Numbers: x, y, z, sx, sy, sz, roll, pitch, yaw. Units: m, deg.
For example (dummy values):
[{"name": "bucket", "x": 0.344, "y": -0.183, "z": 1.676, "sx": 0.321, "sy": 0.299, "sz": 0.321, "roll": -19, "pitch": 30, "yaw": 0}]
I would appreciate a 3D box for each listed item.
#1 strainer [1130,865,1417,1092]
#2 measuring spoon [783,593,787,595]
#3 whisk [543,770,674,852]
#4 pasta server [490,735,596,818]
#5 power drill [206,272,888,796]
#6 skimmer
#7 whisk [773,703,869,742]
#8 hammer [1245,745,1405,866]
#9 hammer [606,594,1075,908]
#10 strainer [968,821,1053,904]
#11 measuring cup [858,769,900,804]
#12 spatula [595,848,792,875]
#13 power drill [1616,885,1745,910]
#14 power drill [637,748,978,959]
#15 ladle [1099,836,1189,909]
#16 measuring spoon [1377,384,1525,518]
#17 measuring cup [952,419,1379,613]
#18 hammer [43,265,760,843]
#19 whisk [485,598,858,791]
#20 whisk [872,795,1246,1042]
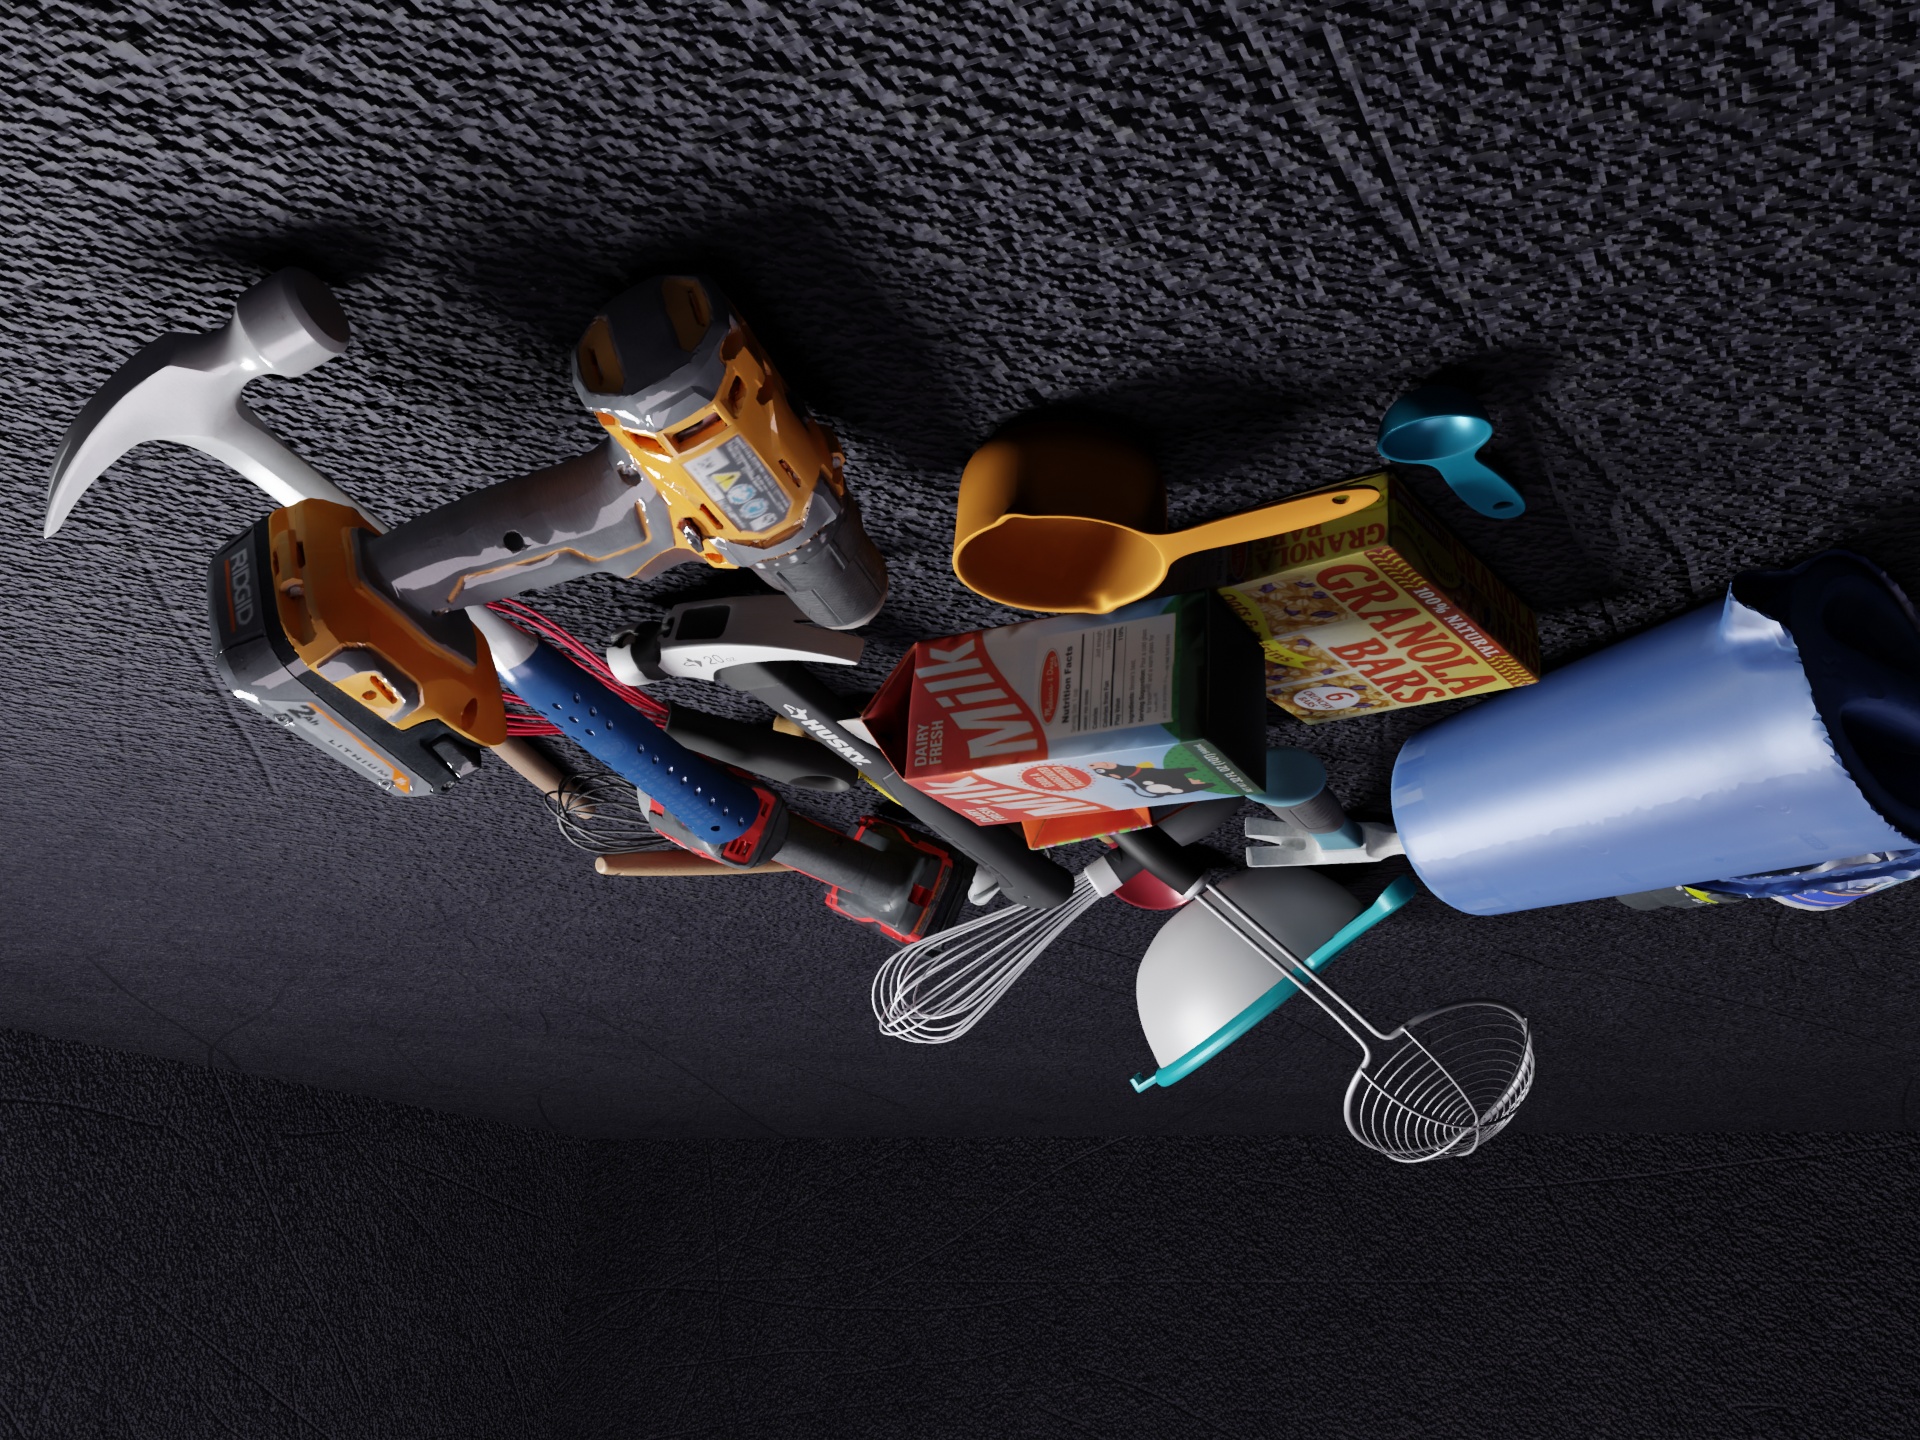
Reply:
[{"name": "strainer", "x": 0.217, "y": 0.147, "z": 1.135, "sx": 0.211, "sy": 0.095, "sz": 0.340, "roll": -34, "pitch": 166, "yaw": -24}, {"name": "measuring spoon", "x": -0.080, "y": -0.054, "z": 0.796, "sx": 0.034, "sy": 0.018, "sz": 0.124, "roll": 14, "pitch": 158, "yaw": -27}, {"name": "whisk", "x": -0.193, "y": 0.076, "z": 1.113, "sx": 0.055, "sy": 0.055, "sz": 0.238, "roll": -11, "pitch": 162, "yaw": 33}, {"name": "pasta server", "x": -0.291, "y": 0.017, "z": 0.989, "sx": 0.060, "sy": 0.040, "sz": 0.316, "roll": 12, "pitch": 162, "yaw": 13}, {"name": "power drill", "x": -0.147, "y": -0.056, "z": 0.627, "sx": 0.226, "sy": 0.084, "sz": 0.185, "roll": -28, "pitch": 147, "yaw": 8}, {"name": "skimmer", "x": 0.197, "y": 0.136, "z": 0.989, "sx": 0.363, "sy": 0.127, "sz": 0.090, "roll": 41, "pitch": -163, "yaw": 6}, {"name": "whisk", "x": -0.002, "y": -0.002, "z": 0.892, "sx": 0.245, "sy": 0.047, "sz": 0.051, "roll": -4, "pitch": 148, "yaw": 28}, {"name": "hammer", "x": 0.216, "y": 0.057, "z": 0.953, "sx": 0.128, "sy": 0.033, "sz": 0.330, "roll": -5, "pitch": 168, "yaw": 19}, {"name": "hammer", "x": -0.030, "y": 0.028, "z": 0.883, "sx": 0.146, "sy": 0.035, "sz": 0.334, "roll": -8, "pitch": 148, "yaw": 35}, {"name": "strainer", "x": 0.027, "y": 0.111, "z": 1.187, "sx": 0.087, "sy": 0.050, "sz": 0.258, "roll": -38, "pitch": 172, "yaw": -15}, {"name": "measuring cup", "x": -0.064, "y": 0.042, "z": 1.027, "sx": 0.062, "sy": 0.029, "sz": 0.156, "roll": -8, "pitch": 154, "yaw": 28}, {"name": "spatula", "x": -0.128, "y": 0.110, "z": 1.142, "sx": 0.082, "sy": 0.044, "sz": 0.317, "roll": -22, "pitch": 163, "yaw": 37}, {"name": "power drill", "x": 0.409, "y": 0.073, "z": 0.983, "sx": 0.228, "sy": 0.080, "sz": 0.190, "roll": 7, "pitch": 158, "yaw": -18}, {"name": "power drill", "x": -0.108, "y": 0.079, "z": 1.046, "sx": 0.219, "sy": 0.078, "sz": 0.143, "roll": 27, "pitch": 174, "yaw": -37}, {"name": "ladle", "x": 0.092, "y": 0.071, "z": 1.090, "sx": 0.069, "sy": 0.031, "sz": 0.315, "roll": -16, "pitch": 151, "yaw": 21}, {"name": "measuring spoon", "x": 0.201, "y": -0.107, "z": 0.634, "sx": 0.042, "sy": 0.021, "sz": 0.128, "roll": -12, "pitch": 164, "yaw": 32}, {"name": "measuring cup", "x": 0.079, "y": -0.092, "z": 0.635, "sx": 0.173, "sy": 0.052, "sz": 0.095, "roll": -10, "pitch": 155, "yaw": 26}, {"name": "hammer", "x": -0.215, "y": -0.034, "z": 0.726, "sx": 0.144, "sy": 0.035, "sz": 0.405, "roll": -25, "pitch": 145, "yaw": 12}, {"name": "whisk", "x": -0.179, "y": -0.006, "z": 0.862, "sx": 0.295, "sy": 0.073, "sz": 0.073, "roll": 19, "pitch": 154, "yaw": -33}, {"name": "whisk", "x": 0.065, "y": 0.119, "z": 1.020, "sx": 0.284, "sy": 0.070, "sz": 0.070, "roll": -34, "pitch": 152, "yaw": 4}]
